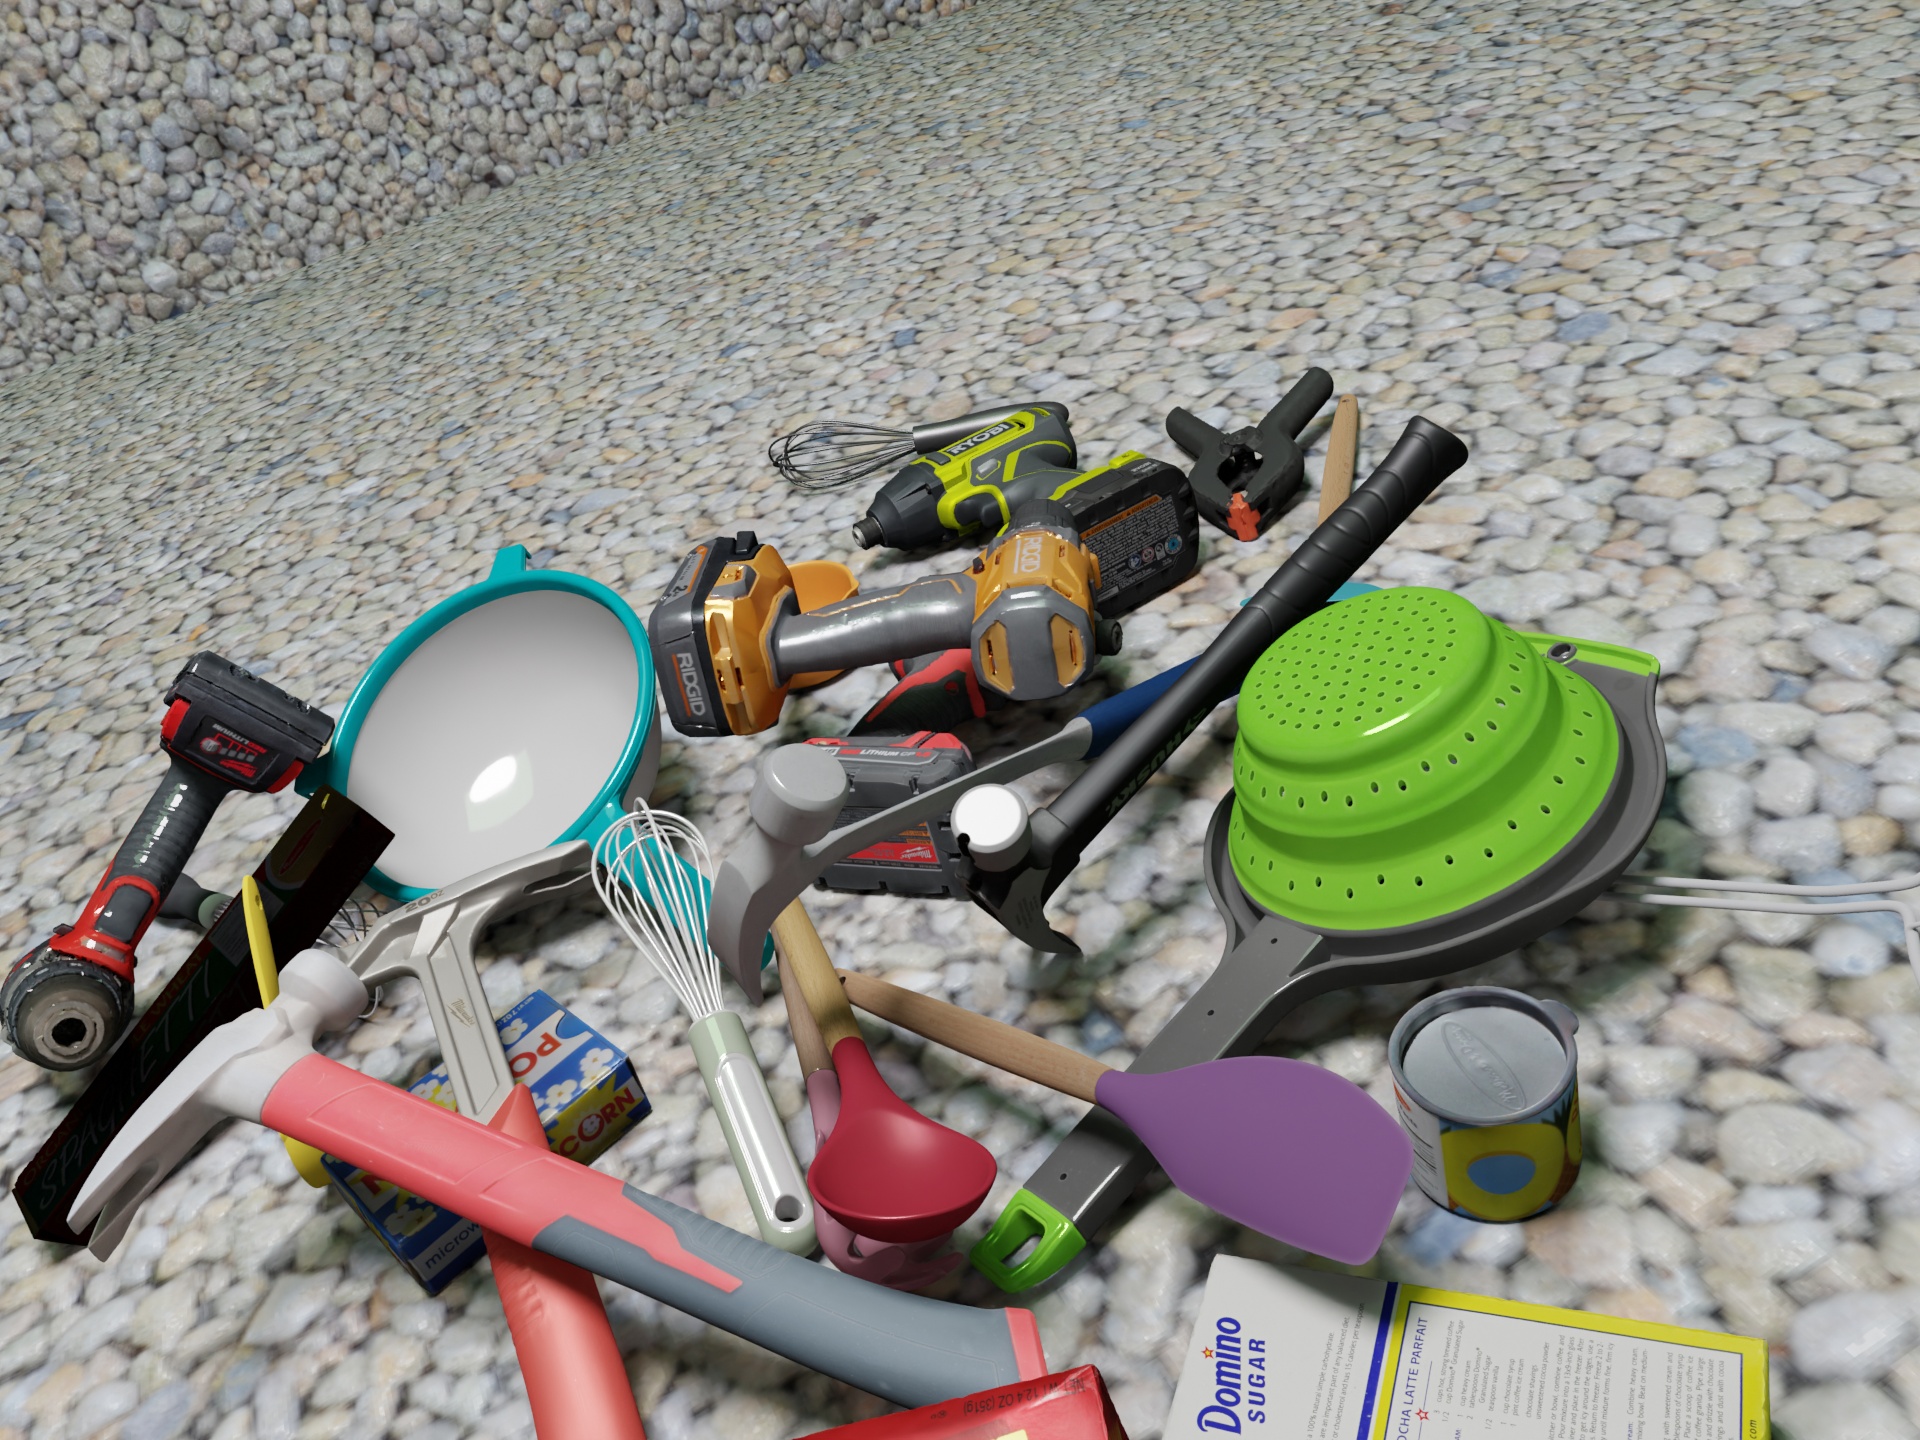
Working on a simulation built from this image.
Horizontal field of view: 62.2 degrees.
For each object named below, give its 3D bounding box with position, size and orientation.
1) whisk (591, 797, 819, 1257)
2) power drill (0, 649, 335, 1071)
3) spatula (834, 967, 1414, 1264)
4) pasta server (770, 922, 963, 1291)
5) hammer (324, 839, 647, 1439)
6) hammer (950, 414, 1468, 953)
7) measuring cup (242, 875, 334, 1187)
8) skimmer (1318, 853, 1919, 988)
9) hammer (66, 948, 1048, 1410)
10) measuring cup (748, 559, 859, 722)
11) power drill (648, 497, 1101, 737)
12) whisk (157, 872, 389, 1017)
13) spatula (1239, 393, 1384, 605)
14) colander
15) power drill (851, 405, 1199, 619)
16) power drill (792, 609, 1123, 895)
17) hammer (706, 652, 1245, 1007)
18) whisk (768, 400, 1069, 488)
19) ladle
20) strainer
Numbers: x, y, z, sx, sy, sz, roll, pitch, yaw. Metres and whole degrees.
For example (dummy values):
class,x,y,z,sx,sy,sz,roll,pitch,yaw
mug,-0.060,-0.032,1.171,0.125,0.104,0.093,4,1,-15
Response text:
class,x,y,z,sx,sy,sz,roll,pitch,yaw
whisk,-0.114,0.132,0.720,0.058,0.059,0.247,-13,50,-21
power drill,-0.429,0.079,0.844,0.188,0.080,0.227,-4,57,60
spatula,0.041,0.135,0.625,0.316,0.018,0.060,8,65,51
pasta server,-0.063,0.144,0.735,0.040,0.060,0.317,-46,29,11
hammer,-0.175,0.193,0.663,0.149,0.036,0.359,-23,44,-14
hammer,0.126,-0.026,0.743,0.035,0.146,0.335,37,72,27
measuring cup,-0.318,0.146,0.771,0.029,0.062,0.157,-17,78,-7
skimmer,0.299,0.094,0.646,0.363,0.090,0.127,1,35,43
hammer,-0.150,0.199,0.595,0.386,0.038,0.143,15,46,22
measuring cup,-0.108,-0.034,1.000,0.095,0.052,0.174,-9,36,13
power drill,-0.036,-0.066,0.864,0.226,0.084,0.185,-6,27,9
whisk,-0.414,0.118,0.923,0.285,0.070,0.070,7,41,40
spatula,0.235,-0.141,0.999,0.082,0.044,0.318,-3,35,19
colander,0.131,0.062,0.663,0.397,0.094,0.205,-43,29,-19
power drill,0.039,-0.136,1.060,0.171,0.080,0.223,-29,31,-17
power drill,-0.001,-0.003,0.887,0.143,0.078,0.220,1,35,25
hammer,0.045,0.015,0.758,0.405,0.144,0.035,-22,60,-43
whisk,-0.034,-0.221,1.239,0.239,0.055,0.055,-8,35,8
ladle,-0.056,0.128,0.687,0.069,0.031,0.316,-6,22,-16
strainer,-0.207,0.053,0.891,0.341,0.095,0.211,33,77,31
